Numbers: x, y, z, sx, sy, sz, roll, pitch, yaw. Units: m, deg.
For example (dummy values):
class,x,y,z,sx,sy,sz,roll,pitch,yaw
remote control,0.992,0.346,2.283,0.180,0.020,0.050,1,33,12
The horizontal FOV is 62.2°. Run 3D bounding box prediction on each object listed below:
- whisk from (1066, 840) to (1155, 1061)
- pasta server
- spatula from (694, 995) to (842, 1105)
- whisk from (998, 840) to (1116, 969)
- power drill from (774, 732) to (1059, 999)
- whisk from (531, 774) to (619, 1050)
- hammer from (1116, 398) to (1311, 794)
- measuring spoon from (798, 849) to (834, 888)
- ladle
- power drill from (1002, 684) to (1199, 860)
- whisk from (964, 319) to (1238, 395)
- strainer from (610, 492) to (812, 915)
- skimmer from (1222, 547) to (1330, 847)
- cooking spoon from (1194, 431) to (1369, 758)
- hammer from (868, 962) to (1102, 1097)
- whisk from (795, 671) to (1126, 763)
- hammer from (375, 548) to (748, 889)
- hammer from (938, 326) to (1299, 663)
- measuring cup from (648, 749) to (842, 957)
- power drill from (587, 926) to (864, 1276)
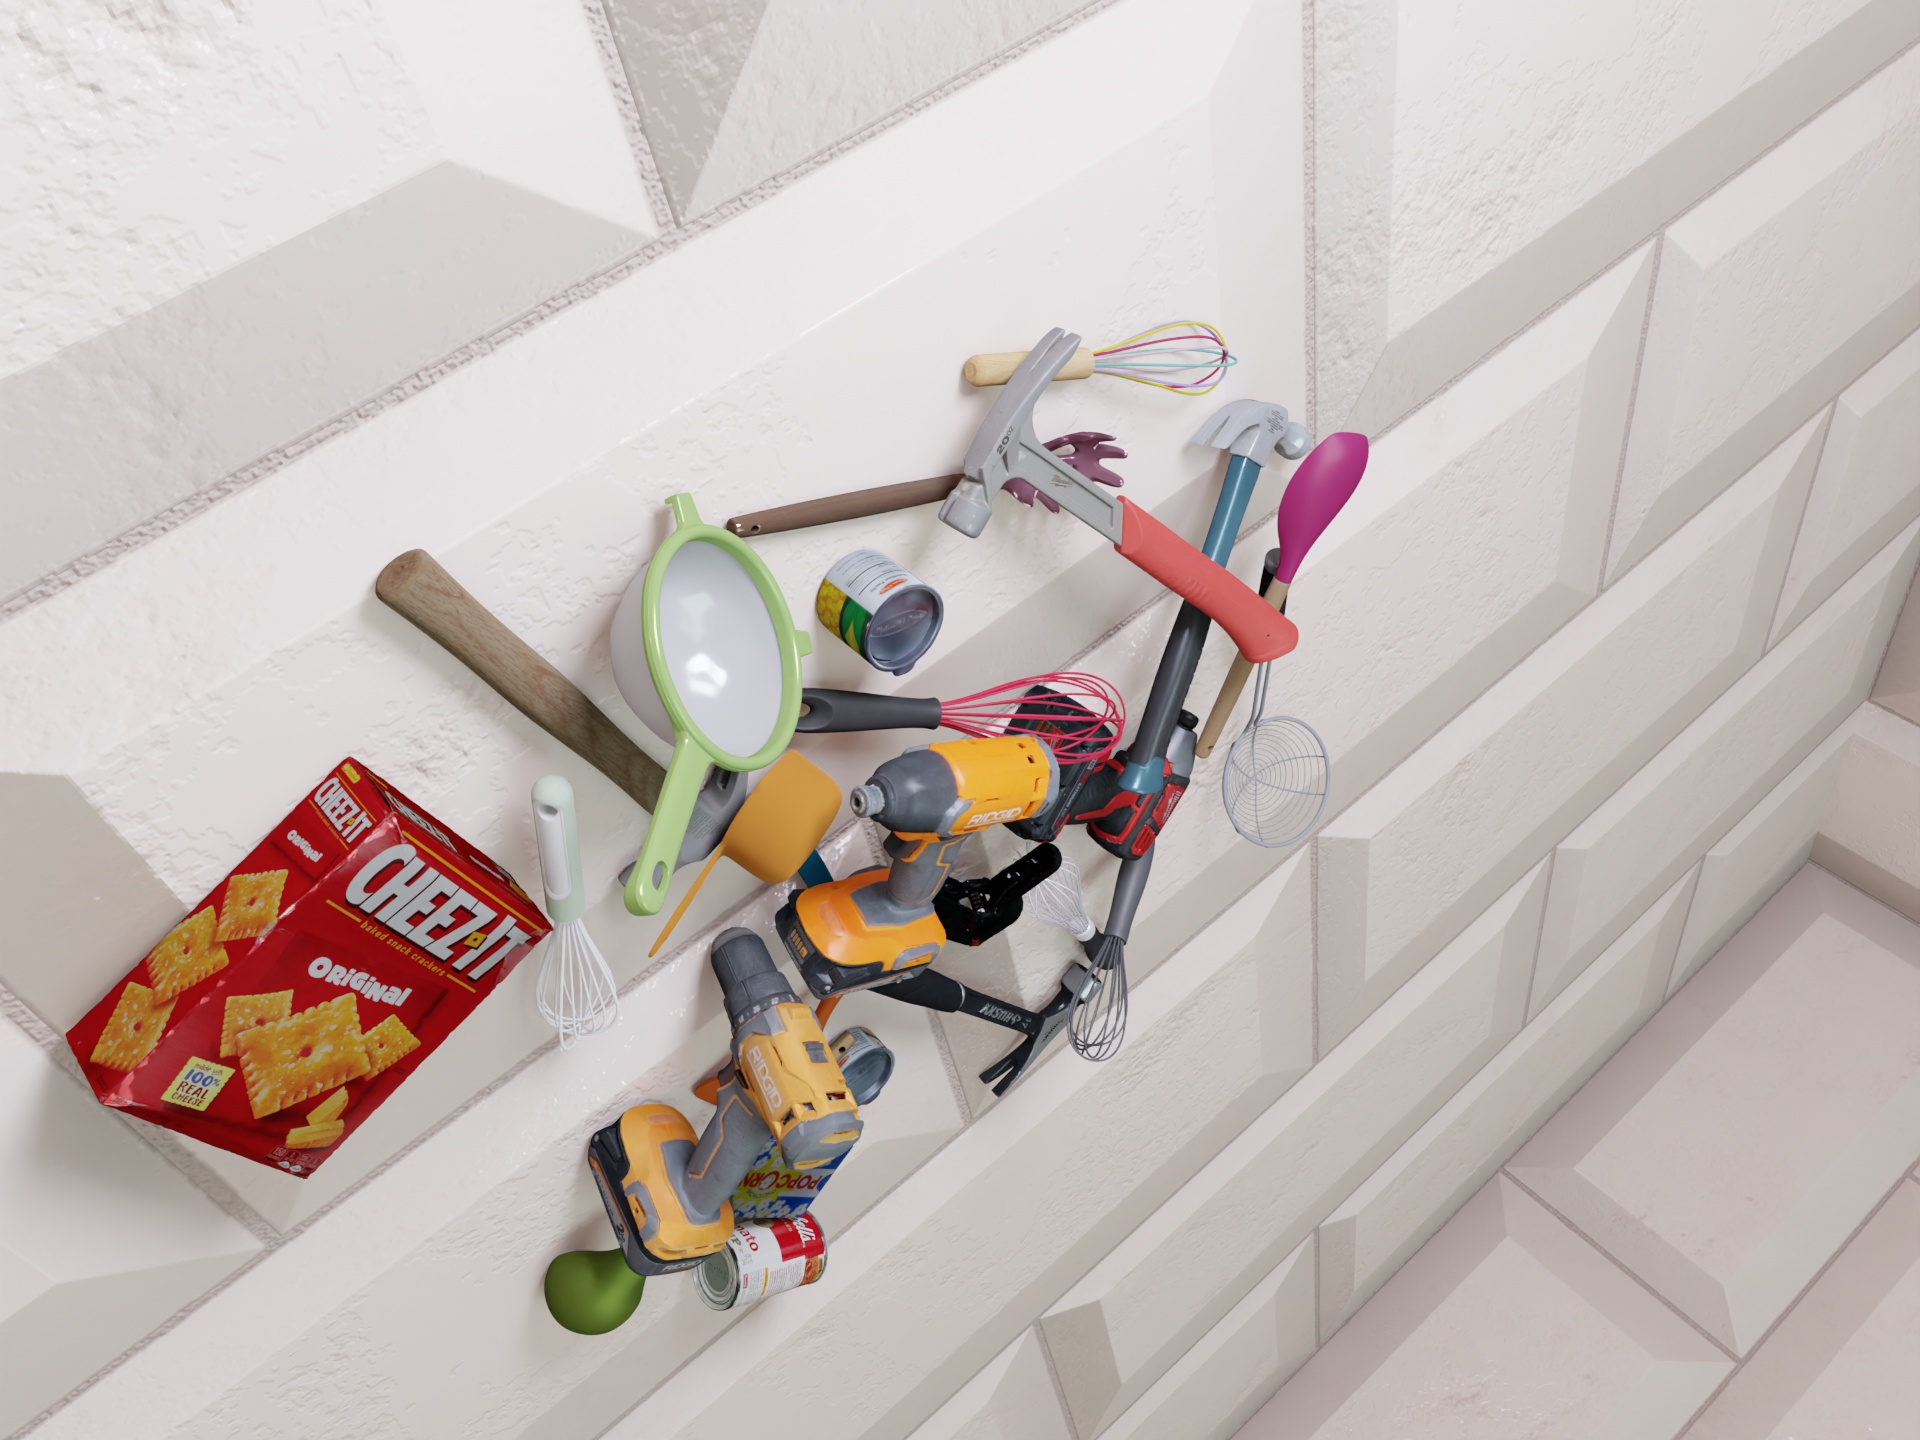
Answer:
class,x,y,z,sx,sy,sz,roll,pitch,yaw
whisk,0.144,0.199,1.443,0.055,0.055,0.239,63,39,-51
pasta server,-0.015,-0.153,1.071,0.316,0.040,0.060,-17,126,-36
spatula,-0.092,0.192,1.292,0.322,0.041,0.081,-54,145,-3
whisk,0.103,0.178,1.459,0.070,0.070,0.284,-47,148,-6
power drill,-0.045,0.101,1.129,0.164,0.084,0.226,-6,141,-43
whisk,-0.254,0.128,1.027,0.059,0.058,0.246,-75,173,-48
hammer,0.193,-0.098,1.271,0.128,0.033,0.331,17,91,-51
measuring spoon,-0.108,0.130,1.232,0.042,0.021,0.128,-38,132,-16
ladle,-0.204,0.364,1.275,0.320,0.062,0.078,-45,109,-9
power drill,0.122,0.043,1.348,0.219,0.079,0.143,14,110,-53
whisk,0.104,-0.248,1.114,0.245,0.051,0.047,-13,135,-36
strainer,-0.171,0.004,0.930,0.151,0.069,0.257,51,38,-42
skimmer,0.294,-0.015,1.432,0.127,0.090,0.363,-36,150,-18
cooking spoon,0.254,-0.094,1.300,0.068,0.017,0.318,-2,129,-28
hammer,-0.001,0.248,1.393,0.149,0.036,0.408,-51,148,3
whisk,-0.002,-0.004,1.155,0.295,0.073,0.073,2,120,-28
hammer,-0.234,-0.001,0.973,0.130,0.031,0.331,-46,143,-7
hammer,0.143,-0.135,1.155,0.358,0.037,0.149,27,98,-41
measuring cup,-0.143,0.102,1.085,0.174,0.052,0.095,-56,177,-21
power drill,-0.183,0.281,1.178,0.084,0.186,0.226,10,131,-50
